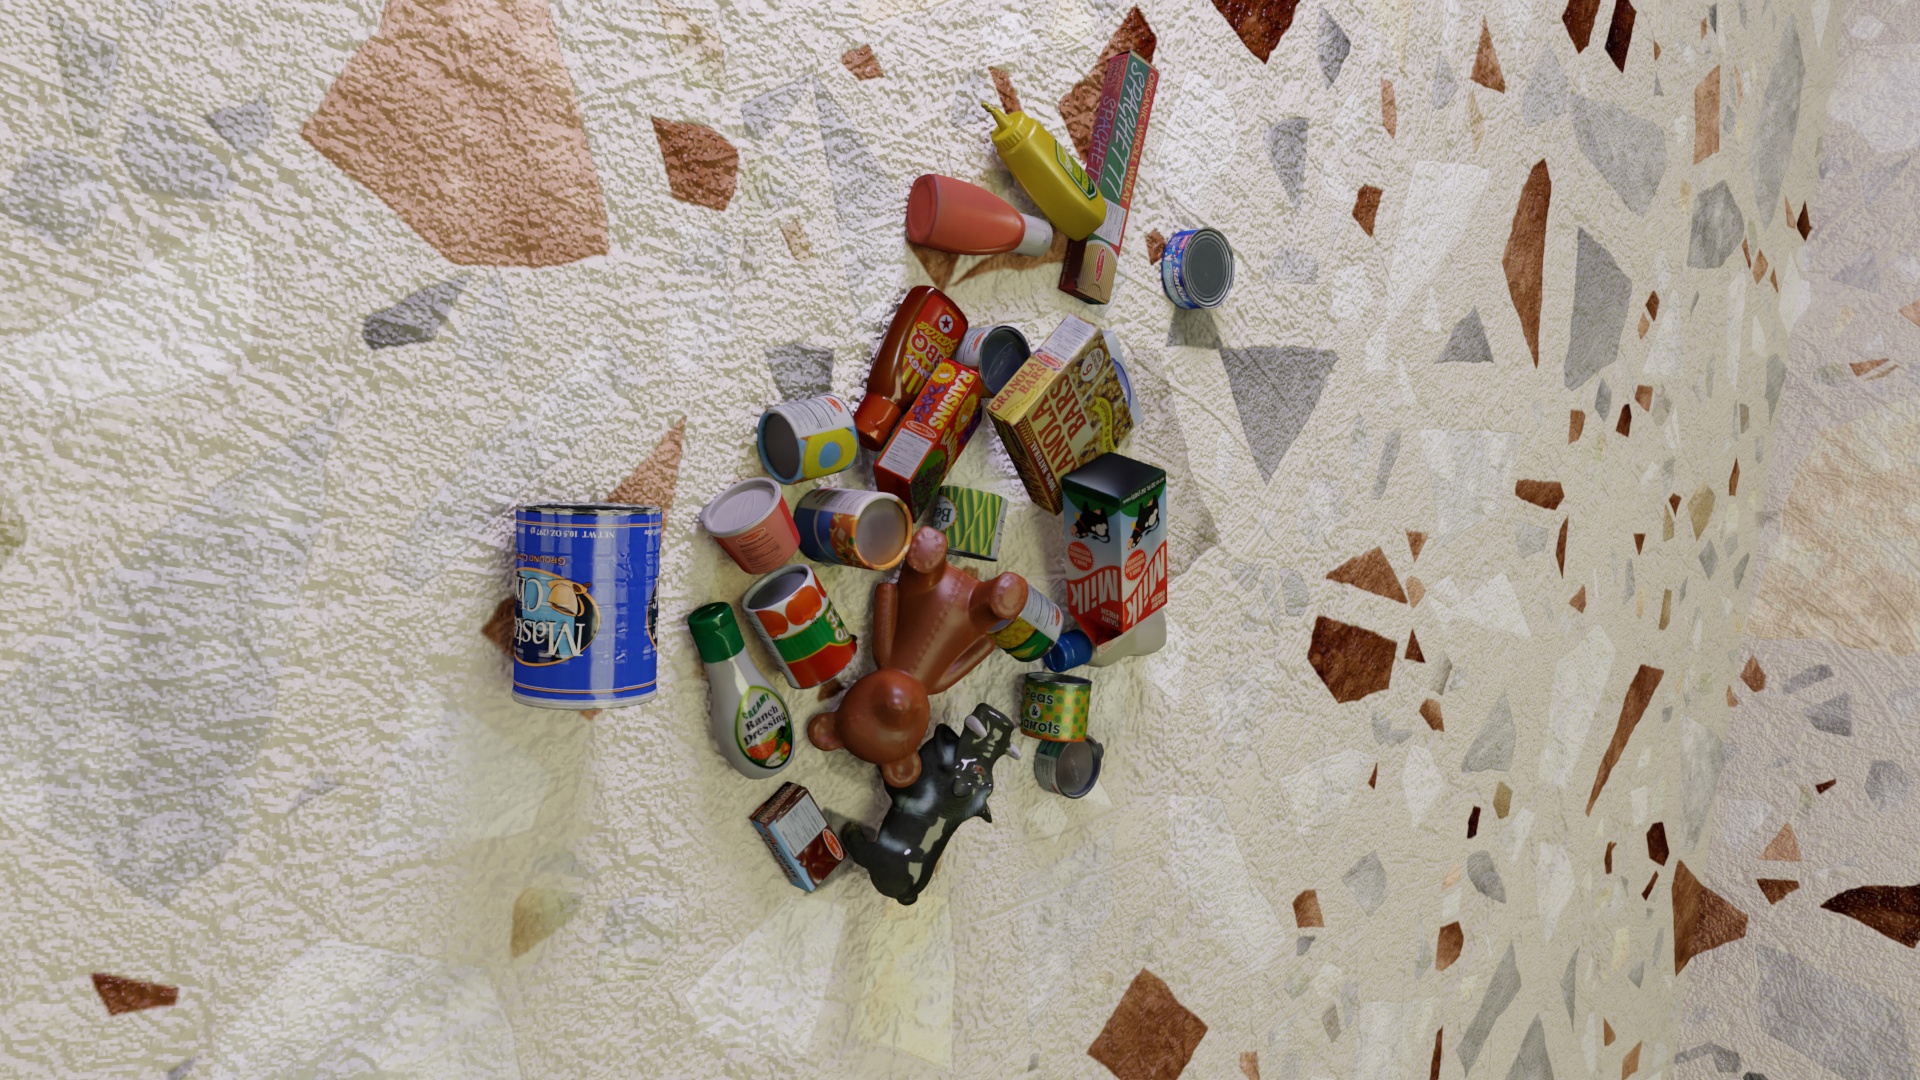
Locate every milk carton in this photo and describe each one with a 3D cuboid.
[{"bbox_3d":[0.151,0.019,1.346,0.073,0.073,0.189,-30,128,-36],"label":"milk carton"}]

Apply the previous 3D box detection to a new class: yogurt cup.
[{"bbox_3d":[-0.165,-0.010,1.118,0.073,0.072,0.053,-48,131,-27],"label":"yogurt cup"}]

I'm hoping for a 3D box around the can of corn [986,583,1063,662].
[{"bbox_3d":[0.052,0.075,1.317,0.058,0.071,0.071,37,70,-37],"label":"can of corn"}]

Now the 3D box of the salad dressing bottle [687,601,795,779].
[{"bbox_3d":[-0.180,0.122,1.130,0.064,0.044,0.147,-33,115,-35],"label":"salad dressing bottle"}]

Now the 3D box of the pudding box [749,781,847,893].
[{"bbox_3d":[-0.138,0.254,1.189,0.050,0.030,0.083,-44,121,-31],"label":"pudding box"}]

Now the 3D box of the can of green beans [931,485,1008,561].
[{"bbox_3d":[0.007,-0.015,1.265,0.071,0.071,0.058,15,84,-41],"label":"can of green beans"}]

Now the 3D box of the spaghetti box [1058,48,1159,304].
[{"bbox_3d":[0.149,-0.360,1.380,0.050,0.028,0.250,17,83,-41],"label":"spaghetti box"}]

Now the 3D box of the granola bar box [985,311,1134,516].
[{"bbox_3d":[0.097,-0.114,1.297,0.124,0.039,0.165,-49,148,-12],"label":"granola bar box"}]

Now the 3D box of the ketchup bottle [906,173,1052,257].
[{"bbox_3d":[0.020,-0.288,1.265,0.149,0.043,0.064,3,93,-42],"label":"ketchup bottle"}]

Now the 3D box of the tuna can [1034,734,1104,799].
[{"bbox_3d":[0.110,0.224,1.402,0.071,0.033,0.071,-5,98,-41],"label":"tuna can"}]

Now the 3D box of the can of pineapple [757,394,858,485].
[{"bbox_3d":[-0.126,-0.081,1.143,0.058,0.071,0.071,-18,106,-38],"label":"can of pineapple"}]

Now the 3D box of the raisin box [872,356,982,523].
[{"bbox_3d":[-0.026,-0.088,1.219,0.124,0.040,0.085,-59,165,-20],"label":"raisin box"}]

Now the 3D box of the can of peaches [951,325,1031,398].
[{"bbox_3d":[0.023,-0.161,1.271,0.071,0.058,0.071,-5,98,-42],"label":"can of peaches"}]

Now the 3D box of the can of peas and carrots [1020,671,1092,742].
[{"bbox_3d":[0.092,0.163,1.357,0.071,0.071,0.058,4,93,-41],"label":"can of peas and carrots"}]

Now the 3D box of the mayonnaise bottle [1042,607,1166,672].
[{"bbox_3d":[0.147,0.099,1.418,0.148,0.041,0.064,-15,97,-38],"label":"mayonnaise bottle"}]

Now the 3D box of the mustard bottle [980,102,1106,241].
[{"bbox_3d":[0.074,-0.351,1.294,0.160,0.048,0.066,41,33,-32],"label":"mustard bottle"}]

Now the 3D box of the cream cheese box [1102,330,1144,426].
[{"bbox_3d":[0.148,-0.155,1.403,0.053,0.024,0.103,-40,119,-33],"label":"cream cheese box"}]

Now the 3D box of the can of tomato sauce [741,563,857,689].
[{"bbox_3d":[-0.132,0.070,1.151,0.071,0.071,0.082,-43,120,-30],"label":"can of tomato sauce"}]

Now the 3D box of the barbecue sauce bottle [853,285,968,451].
[{"bbox_3d":[-0.050,-0.148,1.217,0.064,0.043,0.149,43,67,-37],"label":"barbecue sauce bottle"}]

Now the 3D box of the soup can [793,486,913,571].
[{"bbox_3d":[-0.090,-0.008,1.170,0.071,0.084,0.071,-6,99,-41],"label":"soup can"}]
